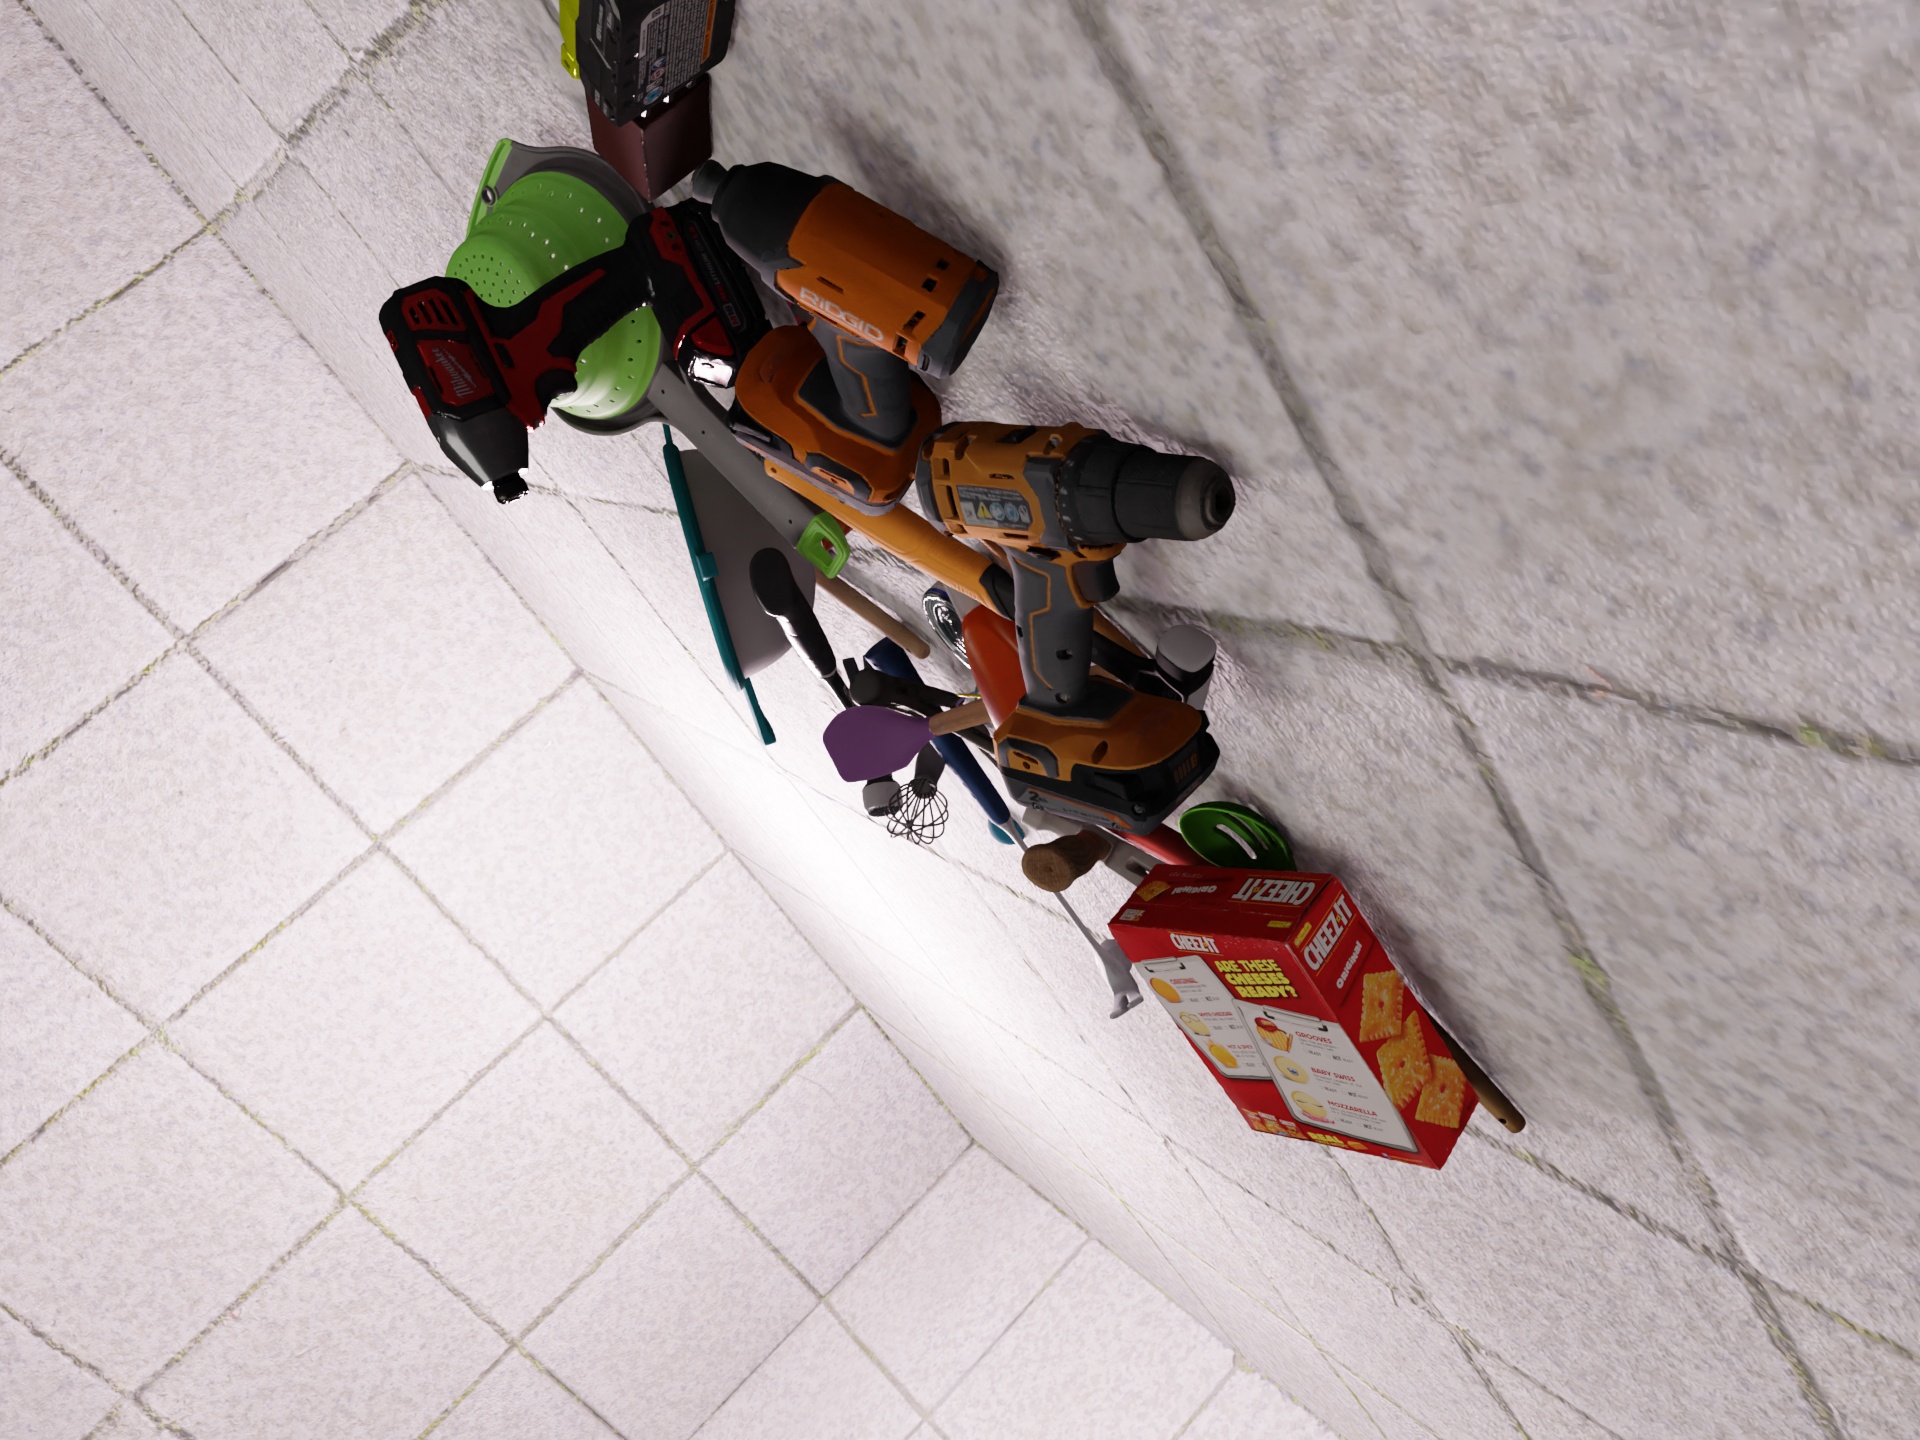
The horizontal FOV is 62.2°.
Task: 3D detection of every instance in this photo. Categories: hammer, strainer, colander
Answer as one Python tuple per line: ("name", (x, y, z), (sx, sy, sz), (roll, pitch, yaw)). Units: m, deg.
("hammer", (0.045, 0.097, 1.412), (0.405, 0.035, 0.144), (55, -174, -15))
("strainer", (-0.165, -0.097, 1.362), (0.340, 0.095, 0.211), (79, 172, -51))
("hammer", (0.086, 0.097, 1.145), (0.130, 0.031, 0.331), (28, -176, 10))
("colander", (-0.238, -0.234, 1.109), (0.397, 0.094, 0.204), (46, 132, 8))
("hammer", (0.008, -0.088, 1.005), (0.337, 0.034, 0.127), (34, 151, 19))
("hammer", (-0.105, -0.043, 1.282), (0.408, 0.036, 0.149), (67, -168, -70))
("hammer", (0.082, 0.051, 1.203), (0.359, 0.036, 0.149), (29, -173, 32))

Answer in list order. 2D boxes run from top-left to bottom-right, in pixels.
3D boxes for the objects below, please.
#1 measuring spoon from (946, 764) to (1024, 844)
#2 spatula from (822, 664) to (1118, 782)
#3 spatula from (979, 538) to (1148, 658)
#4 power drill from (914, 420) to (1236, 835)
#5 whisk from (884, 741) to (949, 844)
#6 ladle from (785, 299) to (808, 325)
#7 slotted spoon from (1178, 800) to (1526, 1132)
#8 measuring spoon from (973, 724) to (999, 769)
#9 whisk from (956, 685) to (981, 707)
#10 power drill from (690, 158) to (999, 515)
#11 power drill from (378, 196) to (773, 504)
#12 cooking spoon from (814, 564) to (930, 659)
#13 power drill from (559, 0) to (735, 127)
("measuring spoon", (0.010, 0.074, 1.525), (0.128, 0.021, 0.042), (47, 164, -3))
("spatula", (-0.002, -0.004, 1.151), (0.316, 0.018, 0.059), (-16, 102, 47))
("spatula", (0.009, -0.119, 1.020), (0.323, 0.041, 0.081), (43, 156, 10))
("power drill", (0.078, -0.052, 0.857), (0.185, 0.084, 0.226), (12, 128, 42))
("whisk", (-0.031, 0.055, 1.399), (0.055, 0.055, 0.239), (50, -167, -10))
("ladle", (-0.084, -0.220, 1.043), (0.069, 0.031, 0.315), (30, 160, 28))
("slotted spoon", (0.266, 0.162, 1.060), (0.313, 0.031, 0.070), (46, 146, -3))
("measuring spoon", (0.044, 0.041, 1.379), (0.124, 0.018, 0.034), (46, -176, -23))
("whisk", (0.070, -0.016, 1.128), (0.047, 0.051, 0.245), (33, 167, -26))
("power drill", (-0.075, -0.214, 0.881), (0.164, 0.084, 0.226), (30, 162, 0))
("power drill", (-0.239, -0.235, 1.014), (0.143, 0.219, 0.078), (65, 164, -1))
("cooking spoon", (-0.134, -0.135, 1.398), (0.319, 0.017, 0.068), (37, 161, 34))
("power drill", (-0.210, -0.425, 0.783), (0.223, 0.080, 0.171), (50, 165, -2))
